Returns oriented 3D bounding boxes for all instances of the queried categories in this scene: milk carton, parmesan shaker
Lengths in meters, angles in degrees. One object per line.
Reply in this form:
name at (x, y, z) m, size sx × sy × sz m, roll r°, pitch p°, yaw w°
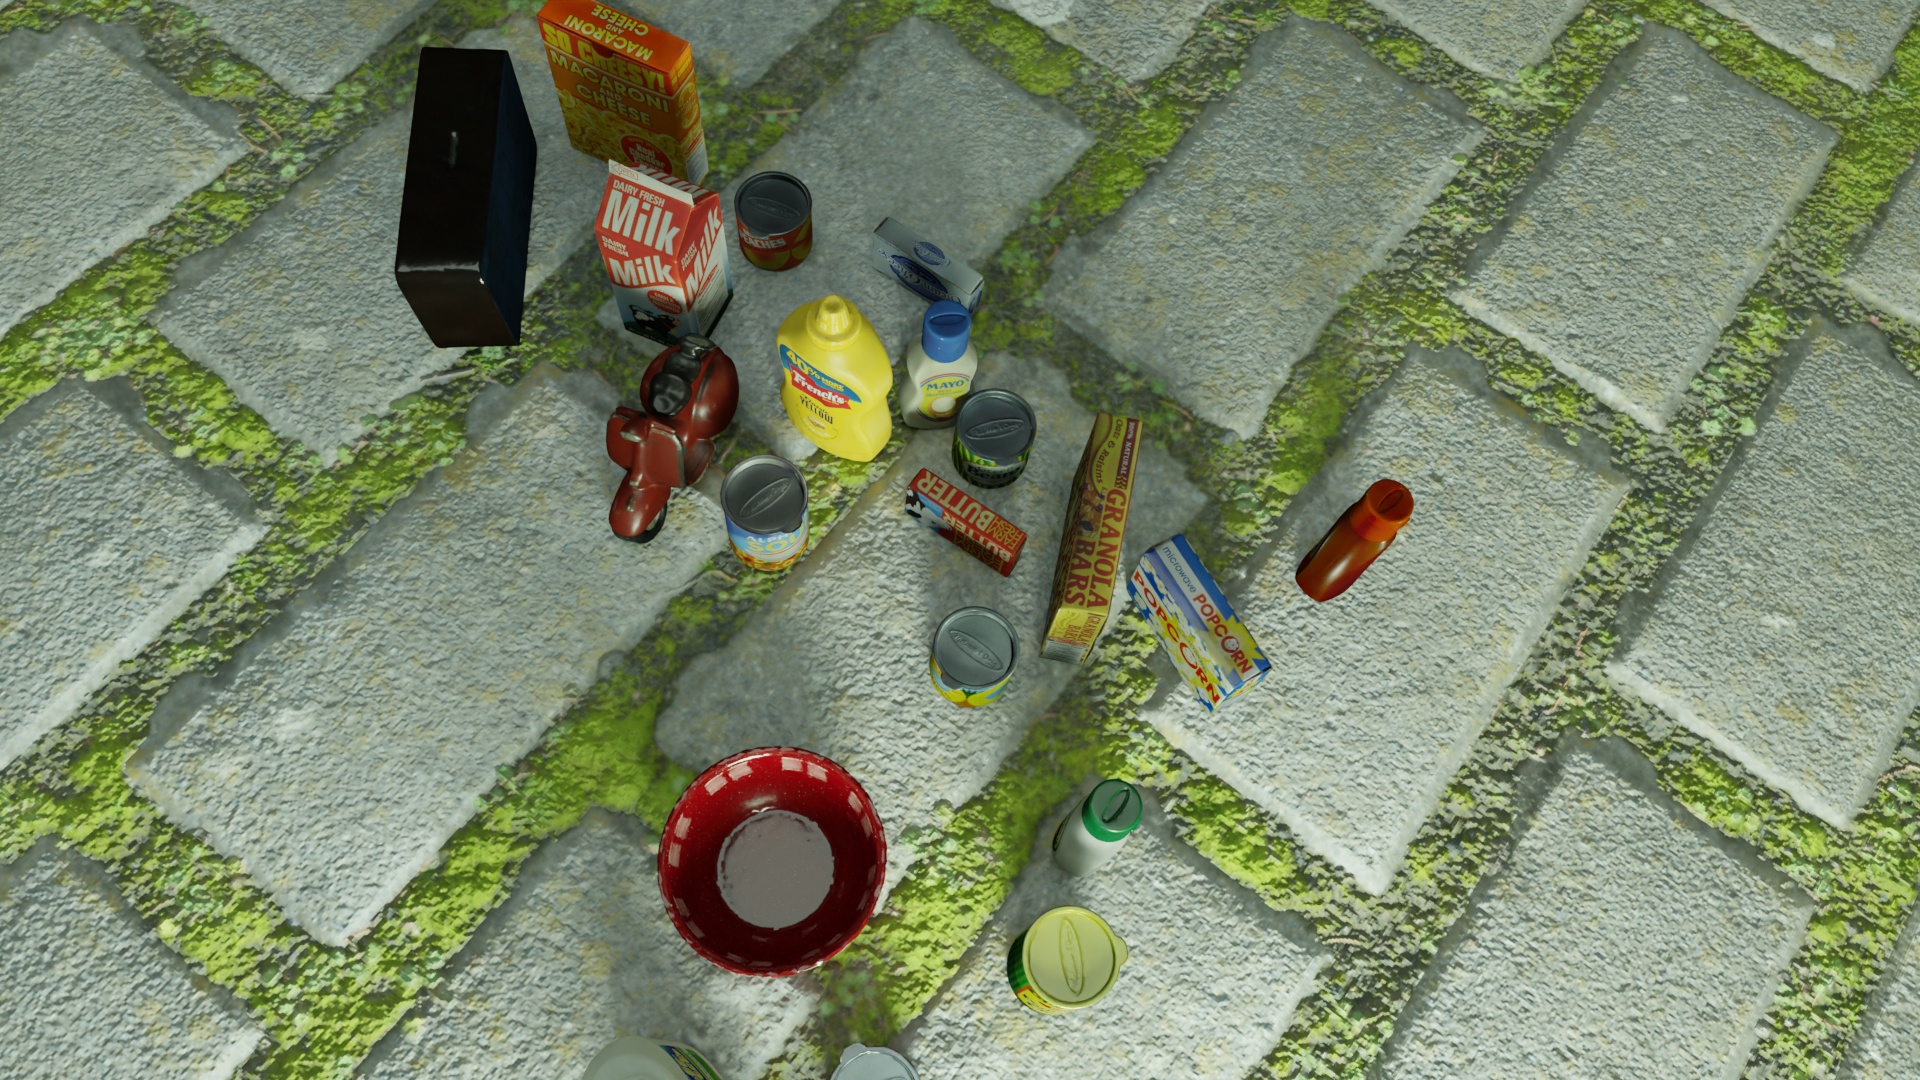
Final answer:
milk carton at (-0.236, -0.233, 1.114) m, size 0.072 × 0.189 × 0.074 m, roll 23°, pitch 68°, yaw 5°
parmesan shaker at (0.073, 0.295, 0.968) m, size 0.071 × 0.102 × 0.071 m, roll 2°, pitch 68°, yaw -4°

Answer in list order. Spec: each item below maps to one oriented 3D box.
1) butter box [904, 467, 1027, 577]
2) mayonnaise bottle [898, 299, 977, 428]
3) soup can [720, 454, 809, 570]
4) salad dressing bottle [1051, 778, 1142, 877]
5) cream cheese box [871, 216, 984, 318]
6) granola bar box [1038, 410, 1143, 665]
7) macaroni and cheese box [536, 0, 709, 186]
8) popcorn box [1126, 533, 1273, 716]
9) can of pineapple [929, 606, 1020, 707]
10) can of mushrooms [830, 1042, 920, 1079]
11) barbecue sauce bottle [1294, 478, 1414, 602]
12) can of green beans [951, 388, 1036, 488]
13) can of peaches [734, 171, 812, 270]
butter box at (0.004, -0.014, 1.118) m, size 0.103 × 0.053 × 0.024 m, roll 33°, pitch 69°, yaw 9°
mayonnaise bottle at (-0.016, -0.140, 1.117) m, size 0.065 × 0.147 × 0.041 m, roll -8°, pitch 69°, yaw -8°
soup can at (-0.150, -0.018, 1.090) m, size 0.071 × 0.083 × 0.071 m, roll 2°, pitch 68°, yaw -4°
salad dressing bottle at (0.098, 0.202, 0.985) m, size 0.044 × 0.147 × 0.064 m, roll 36°, pitch 70°, yaw 10°
cream cheese box at (-0.029, -0.234, 1.206) m, size 0.104 × 0.053 × 0.024 m, roll 34°, pitch 69°, yaw 9°
granola bar box at (0.102, 0.001, 1.081) m, size 0.039 × 0.123 × 0.166 m, roll 13°, pitch 67°, yaw 1°
macaroni and cheese box at (-0.283, -0.376, 1.183) m, size 0.124 × 0.165 × 0.040 m, roll 25°, pitch 68°, yaw 6°
popcorn box at (0.183, 0.066, 1.082) m, size 0.038 × 0.085 × 0.127 m, roll -27°, pitch 72°, yaw -14°
can of pineapple at (0.008, 0.092, 1.072) m, size 0.071 × 0.057 × 0.071 m, roll 2°, pitch 68°, yaw -4°
can of mushrooms at (-0.060, 0.382, 0.958) m, size 0.071 × 0.033 × 0.071 m, roll 2°, pitch 67°, yaw -4°
barbecue sauce bottle at (0.311, -0.002, 1.087) m, size 0.065 × 0.148 × 0.044 m, roll -39°, pitch 76°, yaw -18°
can of green beans at (0.027, -0.083, 1.146) m, size 0.071 × 0.057 × 0.071 m, roll 2°, pitch 68°, yaw -4°
can of peaches at (-0.163, -0.275, 1.210) m, size 0.071 × 0.058 × 0.071 m, roll 2°, pitch 68°, yaw -4°
